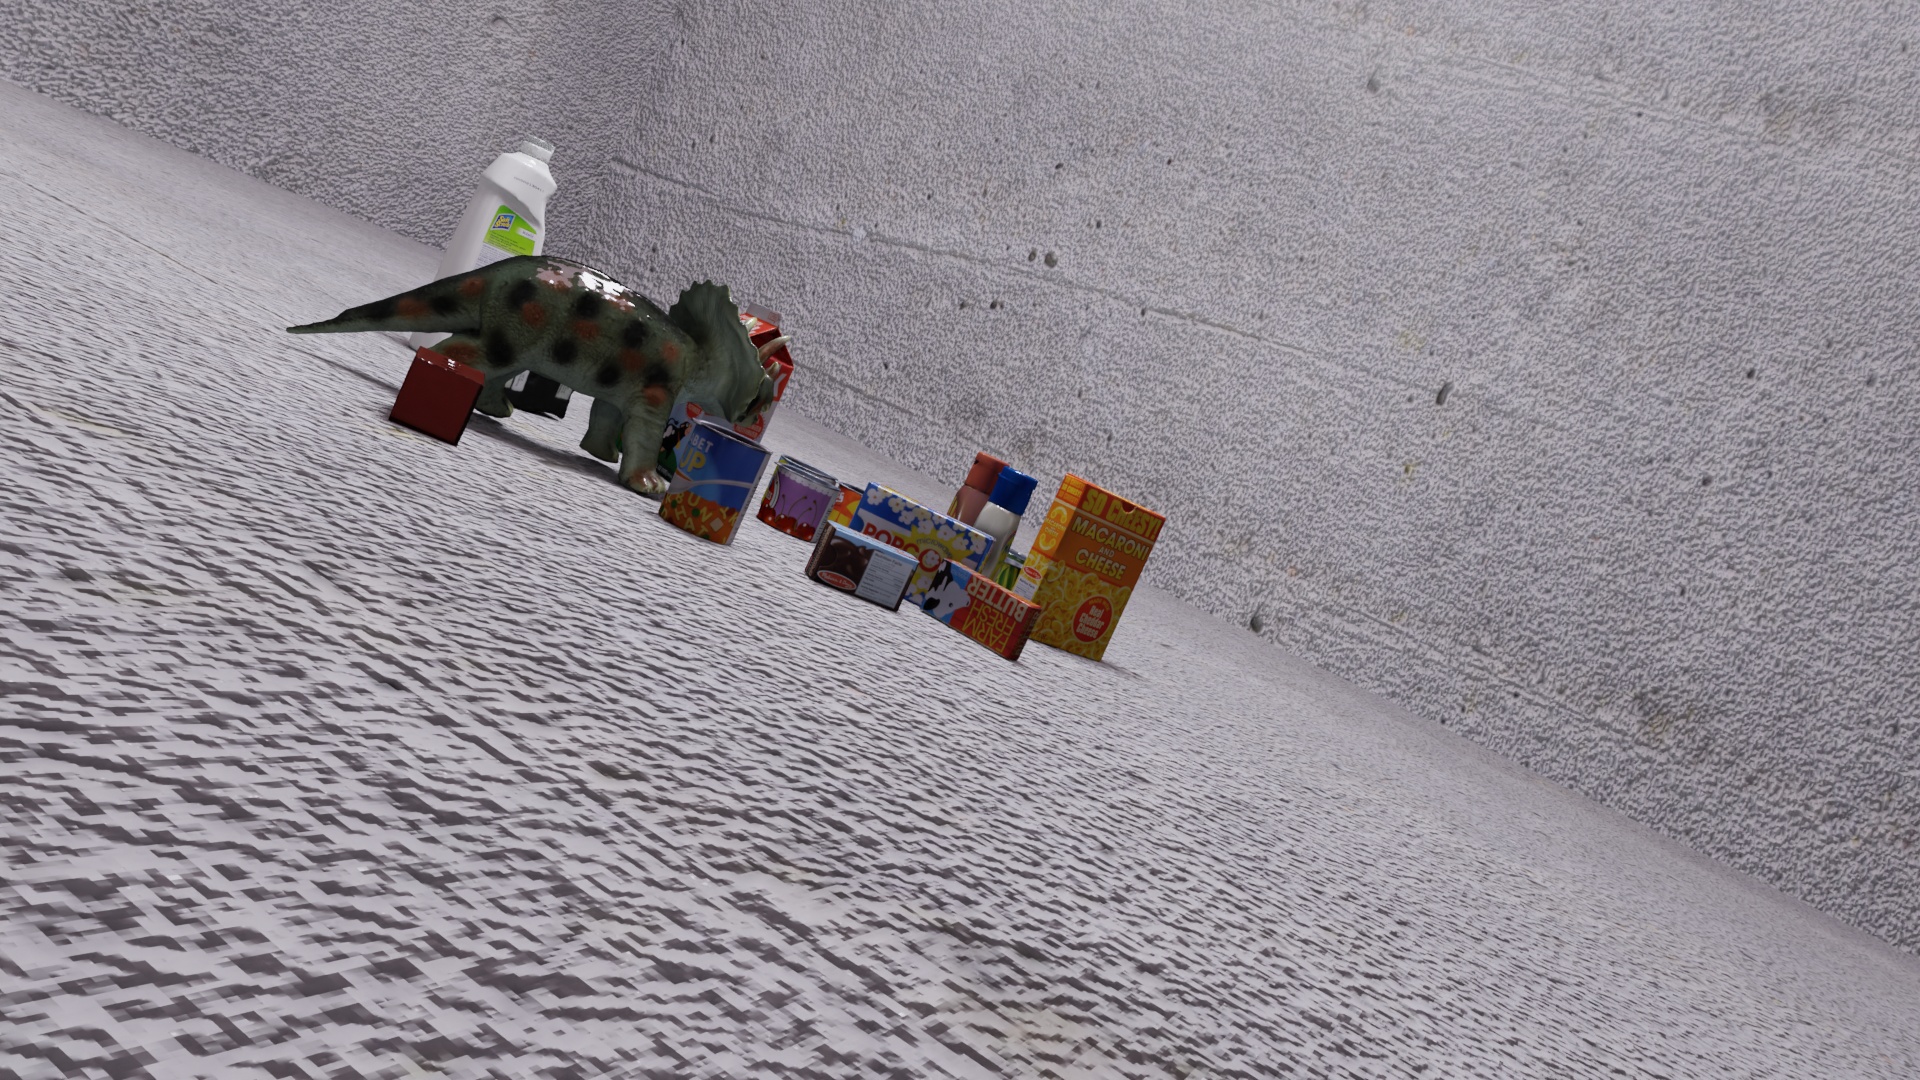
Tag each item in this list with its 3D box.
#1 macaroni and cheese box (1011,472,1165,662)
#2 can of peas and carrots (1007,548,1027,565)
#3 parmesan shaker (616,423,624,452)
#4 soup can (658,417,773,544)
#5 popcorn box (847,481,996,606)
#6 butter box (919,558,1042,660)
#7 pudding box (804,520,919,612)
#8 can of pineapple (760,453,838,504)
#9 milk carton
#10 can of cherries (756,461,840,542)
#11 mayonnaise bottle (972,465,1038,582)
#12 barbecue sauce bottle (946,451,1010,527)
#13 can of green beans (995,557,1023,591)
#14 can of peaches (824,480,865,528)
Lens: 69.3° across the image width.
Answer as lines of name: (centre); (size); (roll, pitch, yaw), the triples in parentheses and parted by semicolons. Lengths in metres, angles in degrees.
macaroni and cheese box: (0.126, 0.030, 1.413); (0.124, 0.166, 0.040); (21, 5, -38)
can of peas and carrots: (0.049, 0.040, 1.562); (0.071, 0.058, 0.071); (25, 4, -2)
parmesan shaker: (-0.312, -0.135, 1.398); (0.071, 0.103, 0.071); (25, 4, -2)
soup can: (-0.201, -0.048, 1.124); (0.071, 0.083, 0.071); (25, 4, -2)
popcorn box: (-0.042, 0.010, 1.279); (0.127, 0.085, 0.038); (25, 4, 8)
butter box: (0.018, 0.060, 1.220); (0.103, 0.053, 0.024); (28, 5, 32)
pudding box: (-0.082, 0.021, 1.164); (0.084, 0.049, 0.030); (23, 5, -24)
can of pineapple: (-0.172, -0.053, 1.473); (0.071, 0.058, 0.071); (25, 4, -2)
milk carton: (-0.228, -0.141, 1.356); (0.073, 0.190, 0.072); (21, 5, -40)
can of cherries: (-0.161, -0.038, 1.363); (0.071, 0.058, 0.071); (25, 4, -2)
mayonnaise bottle: (0.028, 0.003, 1.324); (0.041, 0.148, 0.065); (25, 4, 10)
barbecue sauce bottle: (0.005, -0.018, 1.436); (0.043, 0.148, 0.065); (24, 4, -15)
can of green beans: (0.037, 0.045, 1.447); (0.071, 0.057, 0.071); (25, 5, -2)
can of peaches: (-0.111, -0.023, 1.458); (0.071, 0.058, 0.071); (25, 4, -2)
